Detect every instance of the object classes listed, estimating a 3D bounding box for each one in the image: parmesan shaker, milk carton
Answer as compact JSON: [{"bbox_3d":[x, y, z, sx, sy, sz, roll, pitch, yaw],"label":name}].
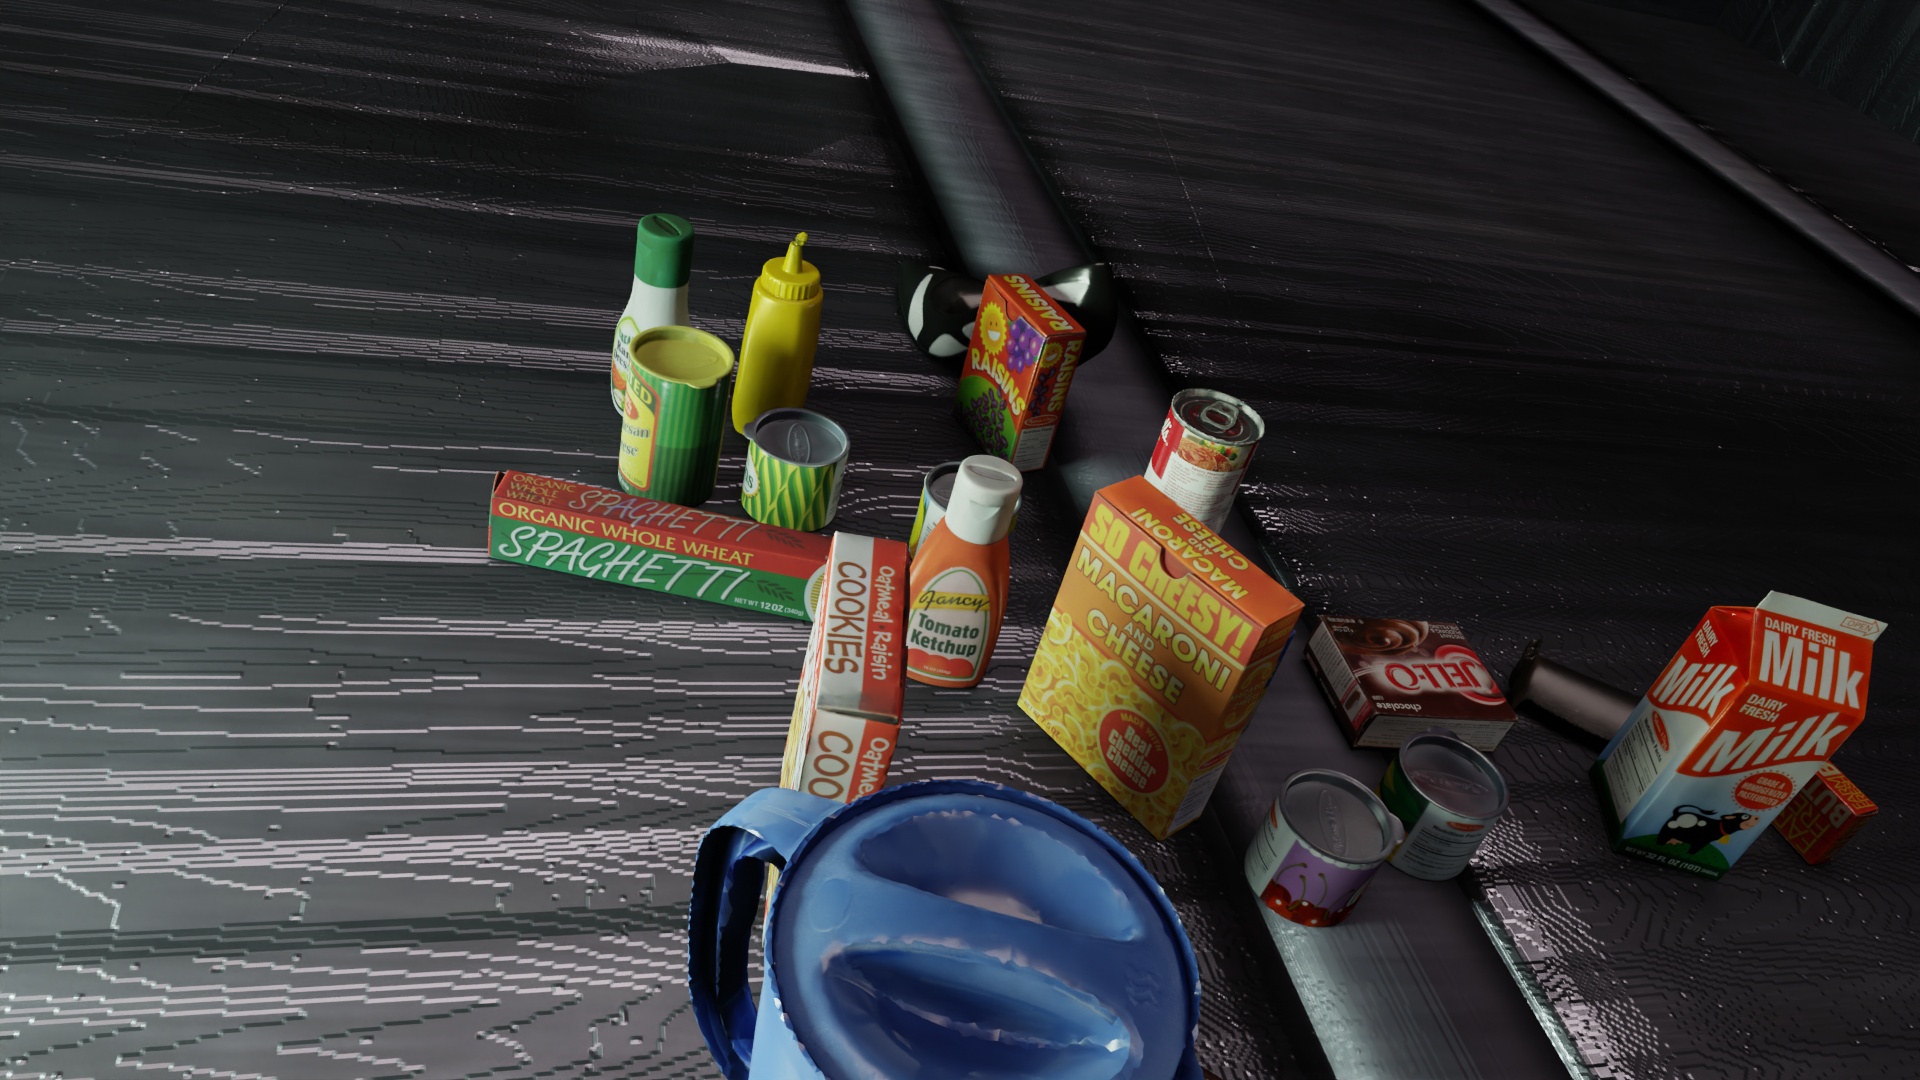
[{"bbox_3d":[-0.185,-0.077,0.904,0.071,0.102,0.072,10,37,-8],"label":"parmesan shaker"},{"bbox_3d":[0.464,0.110,0.833,0.072,0.189,0.074,16,36,-1],"label":"milk carton"}]

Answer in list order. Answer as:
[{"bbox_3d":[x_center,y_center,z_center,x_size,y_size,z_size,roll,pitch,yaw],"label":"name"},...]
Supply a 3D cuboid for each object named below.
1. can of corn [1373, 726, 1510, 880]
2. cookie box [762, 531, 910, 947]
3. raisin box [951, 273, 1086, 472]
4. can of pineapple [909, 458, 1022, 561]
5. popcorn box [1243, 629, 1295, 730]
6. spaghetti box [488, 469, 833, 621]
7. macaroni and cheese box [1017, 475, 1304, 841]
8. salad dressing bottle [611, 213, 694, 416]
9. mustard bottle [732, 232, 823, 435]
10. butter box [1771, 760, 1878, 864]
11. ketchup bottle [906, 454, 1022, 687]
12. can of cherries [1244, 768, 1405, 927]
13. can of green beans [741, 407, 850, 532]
[{"bbox_3d":[0.277,0.154,0.815,0.071,0.058,0.071,10,37,-8],"label":"can of corn"},{"bbox_3d":[-0.060,0.098,0.670,0.040,0.166,0.123,10,37,-9],"label":"cookie box"},{"bbox_3d":[0.041,-0.124,1.032,0.040,0.122,0.086,-9,43,-30],"label":"raisin box"},{"bbox_3d":[0.003,-0.012,0.927,0.071,0.057,0.071,10,37,-8],"label":"can of pineapple"},{"bbox_3d":[0.143,0.052,0.875,0.038,0.084,0.127,-12,45,-33],"label":"popcorn box"},{"bbox_3d":[-0.161,0.008,0.846,0.250,0.049,0.029,12,37,-6],"label":"spaghetti box"},{"bbox_3d":[0.105,0.067,0.773,0.040,0.165,0.124,-20,50,-39],"label":"macaroni and cheese box"},{"bbox_3d":[-0.209,-0.150,0.952,0.044,0.146,0.064,-21,50,-40],"label":"salad dressing bottle"},{"bbox_3d":[-0.124,-0.146,0.968,0.049,0.159,0.066,17,36,1],"label":"mustard bottle"},{"bbox_3d":[0.545,0.157,0.917,0.024,0.052,0.104,-2,40,-23],"label":"butter box"},{"bbox_3d":[0.001,0.019,0.811,0.065,0.148,0.044,14,36,-4],"label":"ketchup bottle"},{"bbox_3d":[0.199,0.170,0.765,0.071,0.058,0.072,10,37,-8],"label":"can of cherries"},{"bbox_3d":[-0.111,-0.047,0.930,0.071,0.057,0.071,10,37,-8],"label":"can of green beans"}]
